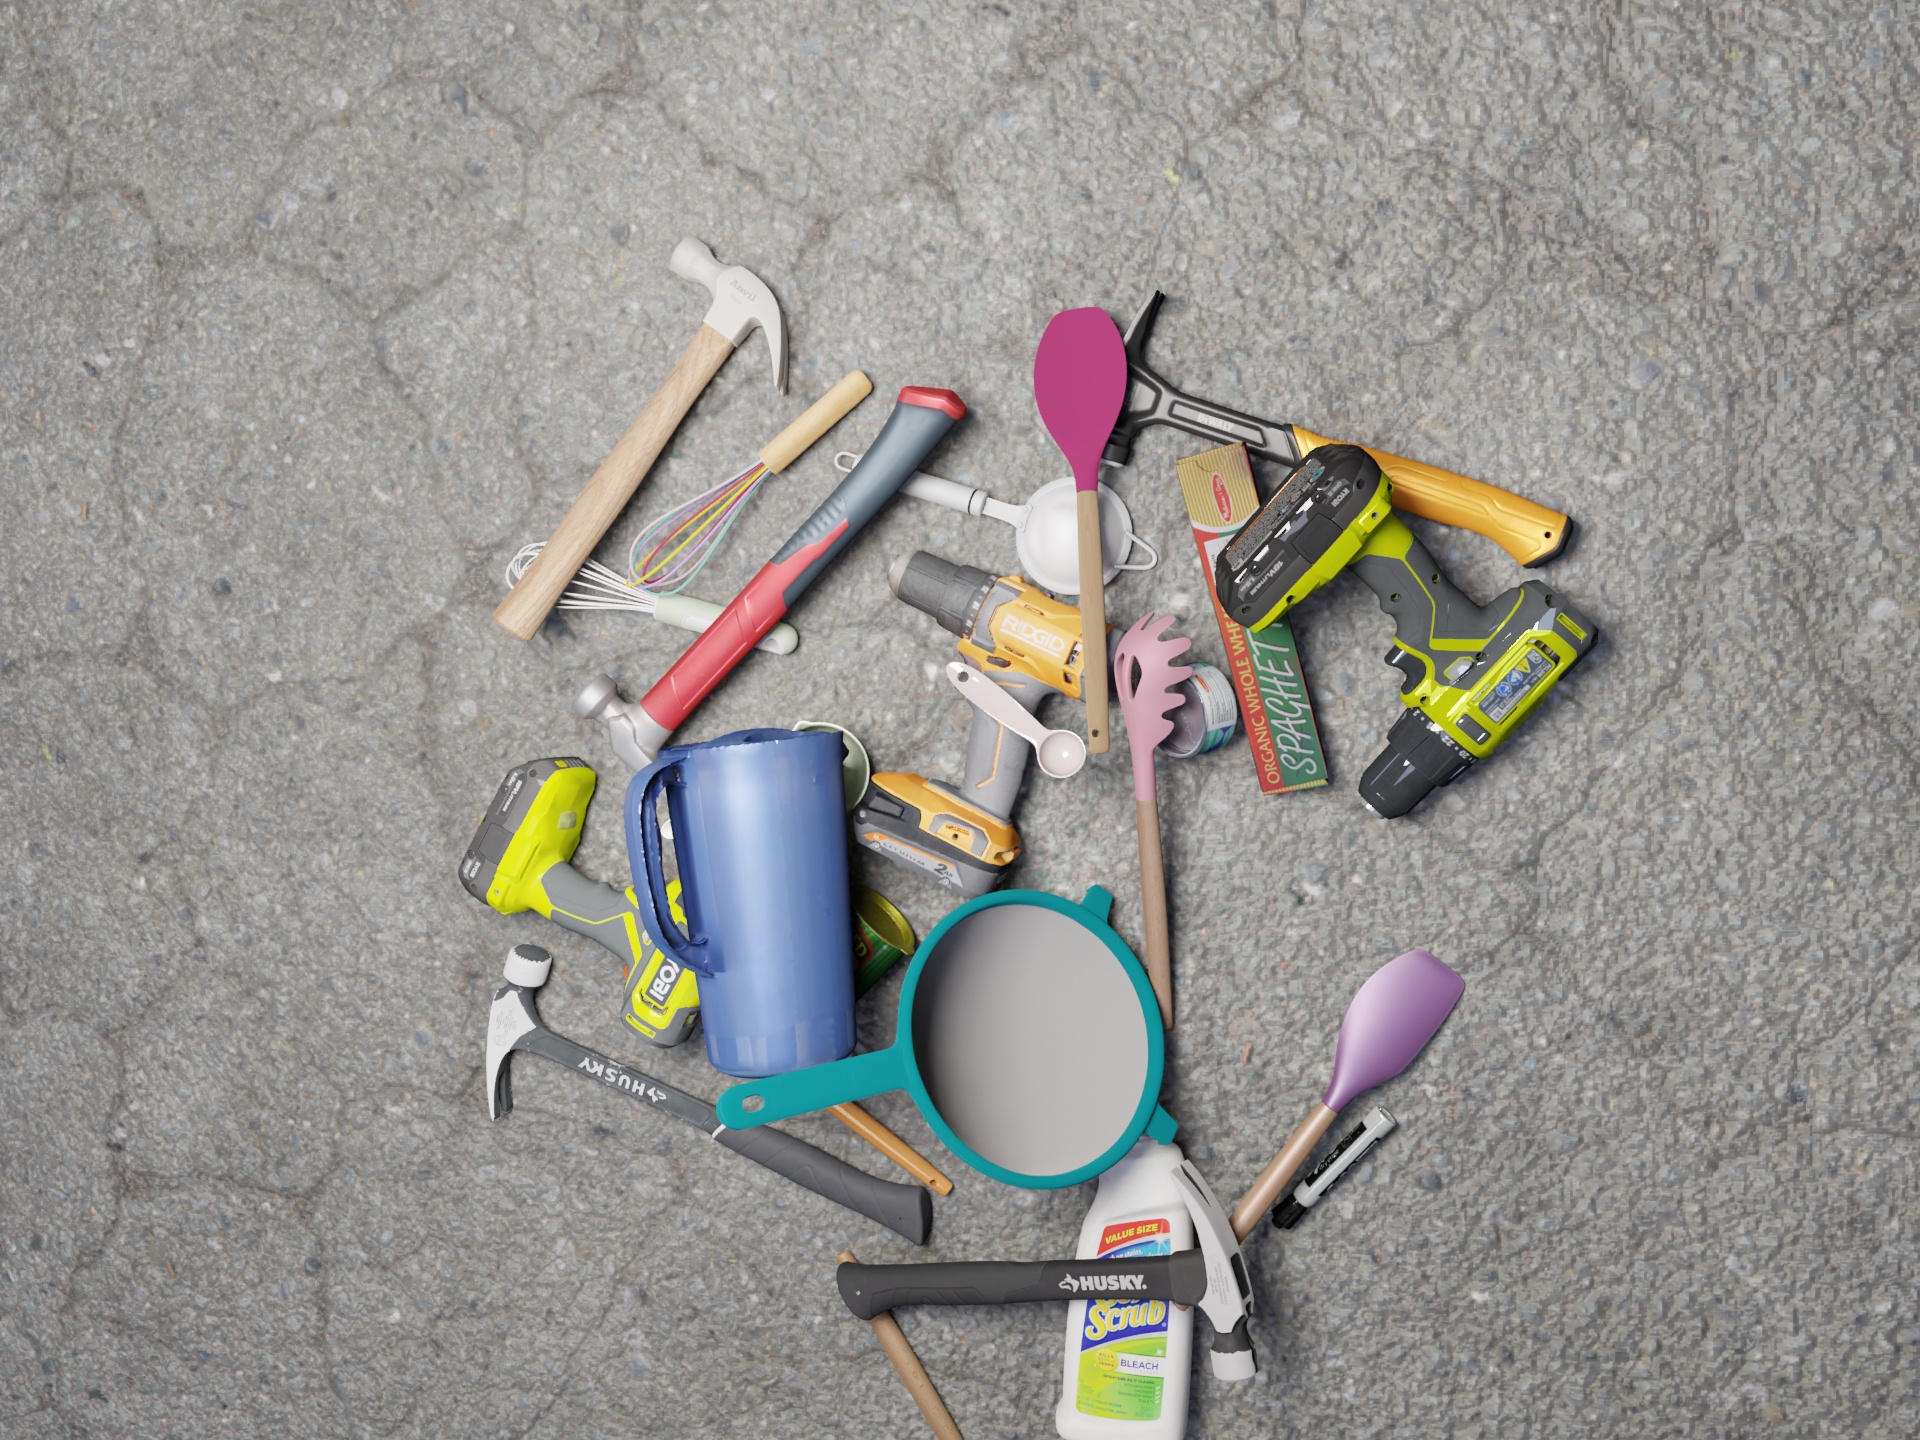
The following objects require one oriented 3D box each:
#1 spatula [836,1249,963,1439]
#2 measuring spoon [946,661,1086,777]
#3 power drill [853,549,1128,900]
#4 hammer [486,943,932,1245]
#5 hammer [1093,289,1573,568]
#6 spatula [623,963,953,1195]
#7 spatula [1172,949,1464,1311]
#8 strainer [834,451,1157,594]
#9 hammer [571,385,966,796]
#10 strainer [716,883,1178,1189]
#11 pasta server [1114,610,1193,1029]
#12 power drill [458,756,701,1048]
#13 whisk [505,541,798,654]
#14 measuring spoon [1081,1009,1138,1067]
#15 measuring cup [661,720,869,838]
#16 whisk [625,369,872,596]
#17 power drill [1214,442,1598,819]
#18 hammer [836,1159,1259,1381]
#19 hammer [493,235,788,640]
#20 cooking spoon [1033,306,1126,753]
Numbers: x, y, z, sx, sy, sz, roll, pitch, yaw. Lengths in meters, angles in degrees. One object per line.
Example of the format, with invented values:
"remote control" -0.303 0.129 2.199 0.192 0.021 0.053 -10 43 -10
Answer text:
"spatula" -0.016 0.566 1.264 0.082 0.044 0.317 -33 86 20
"measuring spoon" 0.038 -0.002 1.130 0.124 0.018 0.034 39 86 17
"power drill" -0.002 -0.004 1.181 0.185 0.084 0.226 26 98 11
"hammer" -0.210 0.328 1.297 0.409 0.036 0.149 22 102 12
"hammer" 0.261 -0.190 1.110 0.337 0.034 0.127 22 102 12
"spatula" -0.136 0.274 1.278 0.322 0.041 0.081 37 102 5
"spatula" 0.250 0.299 1.151 0.060 0.018 0.316 36 93 9
"strainer" 0.020 -0.158 1.179 0.258 0.050 0.087 20 95 16
"hammer" -0.124 -0.092 1.193 0.143 0.038 0.386 43 109 -7
"strainer" -0.019 0.244 1.130 0.095 0.340 0.211 -39 62 59
"pasta server" 0.142 0.079 1.151 0.060 0.040 0.316 20 121 54
"power drill" -0.271 0.128 1.260 0.223 0.080 0.171 32 99 15
"whisk" -0.244 -0.092 1.256 0.246 0.059 0.057 16 138 9
"measuring spoon" 0.105 0.265 1.214 0.021 0.011 0.117 39 104 8
"measuring cup" -0.150 0.056 1.227 0.167 0.038 0.083 -21 89 -1
"whisk" -0.163 -0.179 1.214 0.245 0.047 0.051 -40 85 7
"power drill" 0.283 -0.056 1.068 0.228 0.080 0.190 38 105 -12
"hammer" 0.051 0.412 1.184 0.335 0.035 0.146 -12 84 28
"hammer" -0.249 -0.202 1.222 0.130 0.031 0.331 36 93 8
"cooking spoon" 0.091 -0.136 1.124 0.069 0.017 0.319 -4 85 20
